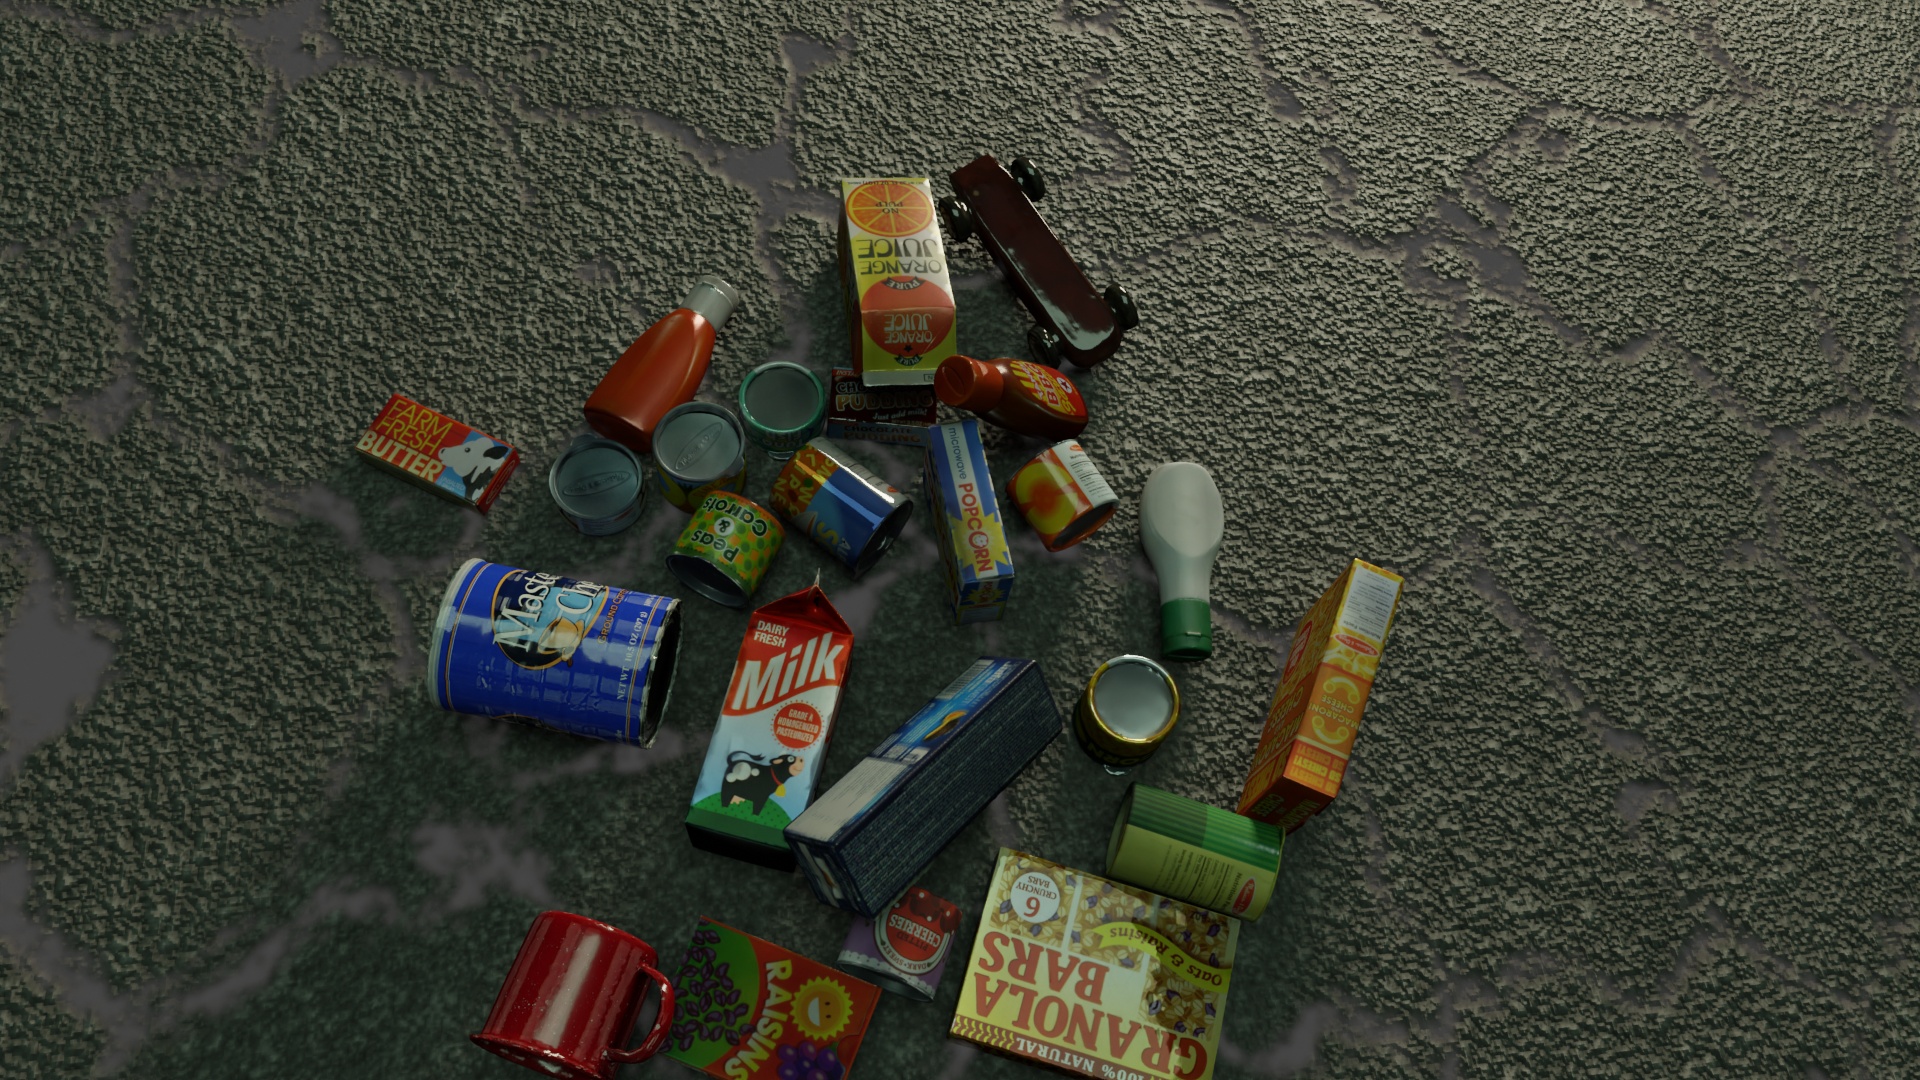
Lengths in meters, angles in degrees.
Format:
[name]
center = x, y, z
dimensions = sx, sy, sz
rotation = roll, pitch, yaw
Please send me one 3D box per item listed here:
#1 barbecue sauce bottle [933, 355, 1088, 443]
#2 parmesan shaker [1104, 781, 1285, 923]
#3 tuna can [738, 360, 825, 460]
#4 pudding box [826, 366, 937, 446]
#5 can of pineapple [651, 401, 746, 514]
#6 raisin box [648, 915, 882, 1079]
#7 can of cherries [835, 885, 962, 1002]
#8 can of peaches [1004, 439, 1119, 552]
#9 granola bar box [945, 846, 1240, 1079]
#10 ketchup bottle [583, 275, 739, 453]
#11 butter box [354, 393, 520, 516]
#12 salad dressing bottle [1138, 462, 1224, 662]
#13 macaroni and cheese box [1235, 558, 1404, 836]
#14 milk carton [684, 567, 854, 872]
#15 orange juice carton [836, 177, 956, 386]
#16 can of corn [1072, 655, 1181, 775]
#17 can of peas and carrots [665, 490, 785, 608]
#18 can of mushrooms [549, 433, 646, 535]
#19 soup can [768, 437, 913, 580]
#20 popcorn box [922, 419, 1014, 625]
[barbecue sauce bottle]
center = 0.036, -0.108, 1.027
dimensions = 0.149, 0.043, 0.065
rotation = 4, 48, -56
[parmesan shaker]
center = 0.156, 0.205, 0.929
dimensions = 0.103, 0.071, 0.071
rotation = 18, 64, 2
[tuna can]
center = -0.136, -0.100, 1.056
dimensions = 0.071, 0.032, 0.071
rotation = 3, 64, -6
[pudding box]
center = -0.059, -0.103, 1.069
dimensions = 0.084, 0.030, 0.050
rotation = 5, 63, -5
[can of pineapple]
center = -0.189, -0.058, 1.016
dimensions = 0.071, 0.057, 0.071
rotation = 3, 65, -6
[raisin box]
center = -0.122, 0.299, 0.868
dimensions = 0.123, 0.040, 0.086
rotation = 21, 64, 3
[can of cherries]
center = -0.037, 0.253, 0.882
dimensions = 0.071, 0.071, 0.058
rotation = 21, 64, 3
[can of peaches]
center = 0.075, -0.031, 1.034
dimensions = 0.071, 0.071, 0.058
rotation = -29, 72, -18
[granola bar box]
center = 0.086, 0.284, 0.900
dimensions = 0.166, 0.039, 0.125
rotation = 17, 64, 1
[ketchup bottle]
center = -0.221, -0.138, 1.057
dimensions = 0.065, 0.043, 0.149
rotation = 22, 64, 14
[butter box]
center = -0.381, -0.063, 1.014
dimensions = 0.103, 0.024, 0.053
rotation = 24, 65, 5
[salad dressing bottle]
center = 0.165, 0.016, 1.034
dimensions = 0.064, 0.043, 0.148
rotation = 5, 66, -7
[macaroni and cheese box]
center = 0.246, 0.112, 0.954
dimensions = 0.040, 0.123, 0.167
rotation = 23, 65, 5
[milk carton]
center = -0.120, 0.116, 0.935
dimensions = 0.073, 0.072, 0.191
rotation = 14, 64, 0
[orange juice carton]
center = -0.050, -0.189, 1.066
dimensions = 0.072, 0.072, 0.193
rotation = -3, 53, -10
[can of corn]
center = 0.115, 0.122, 0.969
dimensions = 0.071, 0.058, 0.071
rotation = 3, 65, -5
[can of peas and carrots]
center = -0.166, 0.005, 0.982
dimensions = 0.071, 0.070, 0.059
rotation = 25, 64, 5
[can of mushrooms]
center = -0.264, -0.041, 1.013
dimensions = 0.071, 0.033, 0.071
rotation = 2, 65, -5
[soup can]
center = -0.089, -0.024, 1.009
dimensions = 0.084, 0.071, 0.071
rotation = 36, 66, 11
[popcorn box]
center = 0.004, -0.013, 1.004
dimensions = 0.038, 0.085, 0.127
rotation = -9, 67, -10
